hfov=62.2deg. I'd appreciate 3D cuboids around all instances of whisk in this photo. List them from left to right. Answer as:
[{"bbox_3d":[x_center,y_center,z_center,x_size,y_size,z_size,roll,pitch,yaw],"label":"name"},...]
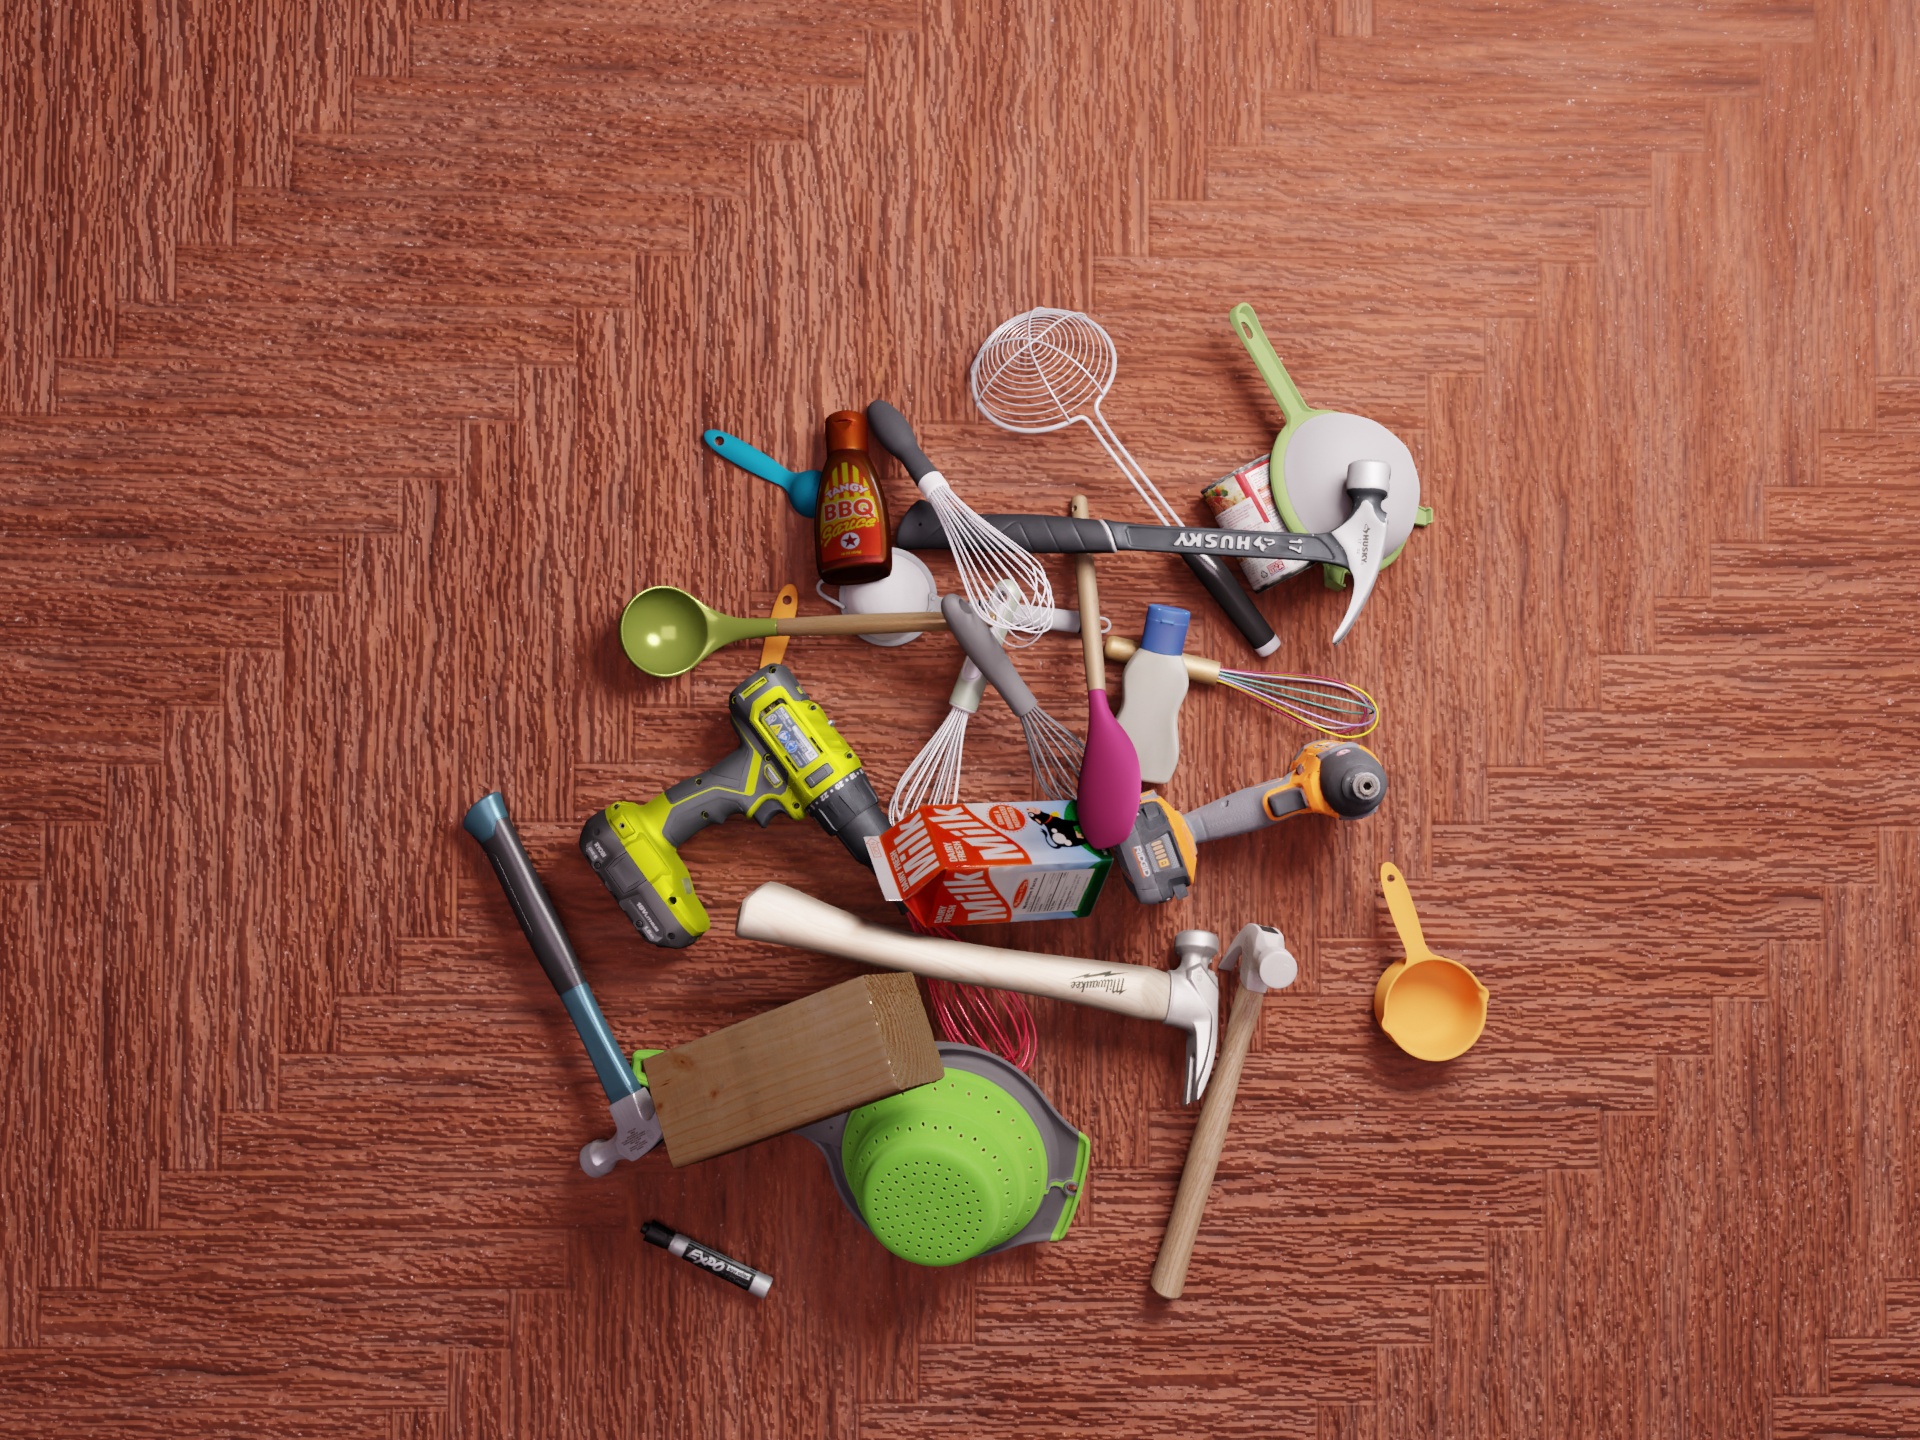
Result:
[{"bbox_3d":[-0.030,0.177,1.358,0.073,0.073,0.296,-34,83,-2],"label":"whisk"},{"bbox_3d":[-0.006,-0.173,1.321,0.070,0.070,0.285,-32,62,-2],"label":"whisk"},{"bbox_3d":[-0.002,-0.004,1.351,0.058,0.059,0.246,24,95,26],"label":"whisk"},{"bbox_3d":[0.052,-0.010,1.332,0.055,0.055,0.238,-37,111,-2],"label":"whisk"},{"bbox_3d":[0.243,-0.032,1.376,0.245,0.051,0.047,15,94,2],"label":"whisk"}]

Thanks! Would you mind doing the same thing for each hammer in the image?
[{"bbox_3d":[-0.335,0.215,1.346,0.128,0.033,0.331,-30,85,23],"label":"hammer"},{"bbox_3d":[0.017,0.210,1.306,0.410,0.038,0.146,13,63,-11],"label":"hammer"},{"bbox_3d":[0.143,-0.147,1.321,0.409,0.036,0.149,5,87,17],"label":"hammer"},{"bbox_3d":[0.215,0.329,1.341,0.031,0.130,0.331,14,99,-2],"label":"hammer"}]

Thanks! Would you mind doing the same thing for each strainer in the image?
[{"bbox_3d":[0.004,-0.097,1.374,0.258,0.050,0.087,6,104,-4],"label":"strainer"},{"bbox_3d":[0.312,-0.248,1.336,0.151,0.069,0.256,-33,94,-32],"label":"strainer"}]

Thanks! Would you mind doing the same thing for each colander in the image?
[{"bbox_3d":[-0.097,0.354,1.310,0.397,0.094,0.204,15,108,6],"label":"colander"}]

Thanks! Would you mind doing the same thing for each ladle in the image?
[{"bbox_3d":[-0.130,-0.079,1.335,0.320,0.062,0.078,-2,94,9],"label":"ladle"}]

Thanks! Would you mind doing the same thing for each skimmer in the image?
[{"bbox_3d":[0.152,-0.202,1.385,0.127,0.090,0.363,-41,100,-5],"label":"skimmer"}]

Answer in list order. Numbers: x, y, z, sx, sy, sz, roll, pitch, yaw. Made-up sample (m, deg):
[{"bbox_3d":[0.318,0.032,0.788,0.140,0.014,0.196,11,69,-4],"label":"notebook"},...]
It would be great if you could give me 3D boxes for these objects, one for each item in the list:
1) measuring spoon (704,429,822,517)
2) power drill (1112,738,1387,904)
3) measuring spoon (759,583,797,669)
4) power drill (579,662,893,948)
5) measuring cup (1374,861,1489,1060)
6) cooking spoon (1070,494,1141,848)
[{"bbox_3d":[-0.166,-0.219,1.379,0.128,0.021,0.042,29,88,-2],"label":"measuring spoon"},{"bbox_3d":[0.240,0.077,1.313,0.226,0.164,0.084,-20,91,0],"label":"power drill"},{"bbox_3d":[-0.162,-0.063,1.381,0.021,0.011,0.117,15,88,-1],"label":"measuring spoon"},{"bbox_3d":[-0.182,0.089,1.334,0.228,0.080,0.190,-37,85,0],"label":"power drill"},{"bbox_3d":[0.388,0.204,1.369,0.095,0.052,0.173,-18,87,-2],"label":"measuring cup"},{"bbox_3d":[0.111,-0.047,1.332,0.017,0.069,0.319,18,60,-42],"label":"cooking spoon"}]
